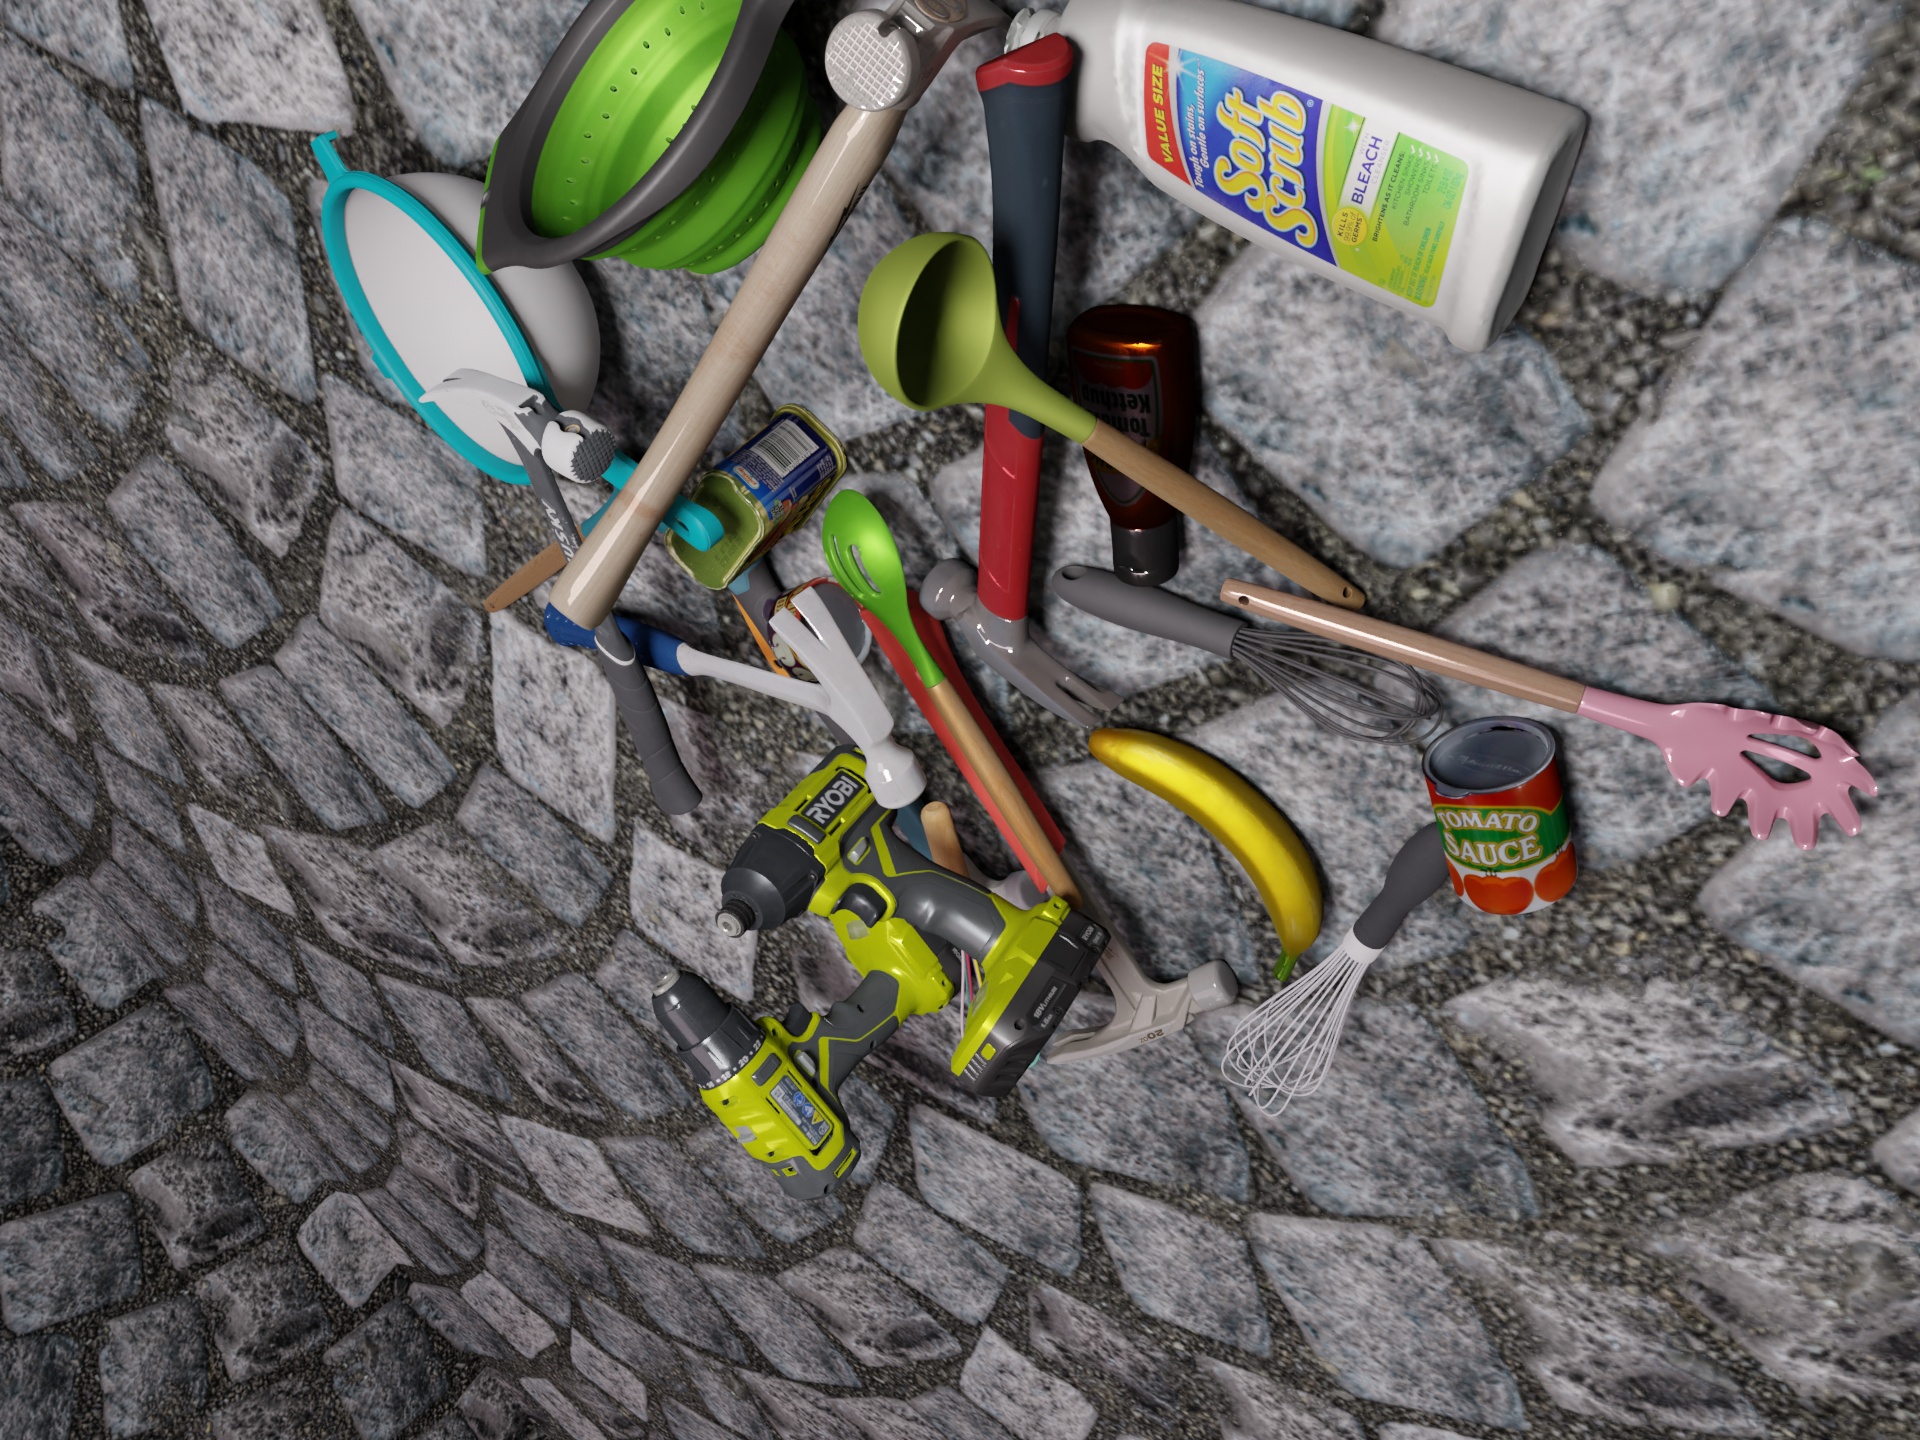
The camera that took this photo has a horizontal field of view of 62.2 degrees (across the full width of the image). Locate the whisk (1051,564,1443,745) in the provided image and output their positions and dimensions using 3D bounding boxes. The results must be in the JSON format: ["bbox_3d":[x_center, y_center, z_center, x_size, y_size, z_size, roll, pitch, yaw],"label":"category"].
[{"bbox_3d":[0.151,-0.042,0.878,0.239,0.055,0.055,23,137,29],"label":"whisk"}]

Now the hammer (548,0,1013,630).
[{"bbox_3d":[-0.110,-0.191,0.812,0.038,0.146,0.410,40,128,-2],"label":"hammer"}]

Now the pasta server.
[{"bbox_3d":[0.277,-0.016,0.783,0.316,0.040,0.060,20,120,18],"label":"pasta server"}]

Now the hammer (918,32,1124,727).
[{"bbox_3d":[0.039,-0.154,0.814,0.143,0.038,0.386,39,150,26],"label":"hammer"}]

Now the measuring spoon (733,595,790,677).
[{"bbox_3d":[-0.150,-0.075,1.123,0.021,0.011,0.116,-5,122,42],"label":"measuring spoon"}]

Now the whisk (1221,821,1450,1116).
[{"bbox_3d":[0.236,0.156,0.983,0.070,0.070,0.284,33,135,12],"label":"whisk"}]

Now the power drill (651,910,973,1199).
[{"bbox_3d":[-0.107,0.207,1.173,0.080,0.228,0.190,-22,110,48],"label":"power drill"}]

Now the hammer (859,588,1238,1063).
[{"bbox_3d":[0.035,0.071,1.063,0.149,0.037,0.359,-26,105,28],"label":"hammer"}]

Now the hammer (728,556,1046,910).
[{"bbox_3d":[-0.071,0.011,1.121,0.128,0.033,0.330,-16,114,45],"label":"hammer"}]

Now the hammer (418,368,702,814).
[{"bbox_3d":[-0.239,-0.064,1.054,0.149,0.036,0.408,30,151,27],"label":"hammer"}]

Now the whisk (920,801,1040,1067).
[{"bbox_3d":[0.011,0.164,1.133,0.051,0.047,0.244,7,125,35],"label":"whisk"}]

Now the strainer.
[{"bbox_3d":[-0.248,-0.224,0.984,0.340,0.095,0.210,37,150,17],"label":"strainer"}]

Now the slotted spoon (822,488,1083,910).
[{"bbox_3d":[-0.002,-0.003,0.995,0.070,0.031,0.313,-3,124,55],"label":"slotted spoon"}]

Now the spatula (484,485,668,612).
[{"bbox_3d":[-0.292,-0.127,1.169,0.082,0.044,0.317,50,141,-15],"label":"spatula"}]

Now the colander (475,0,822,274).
[{"bbox_3d":[-0.076,-0.327,0.767,0.397,0.205,0.094,-25,143,33],"label":"colander"}]

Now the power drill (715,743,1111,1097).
[{"bbox_3d":[-0.033,0.127,0.998,0.223,0.171,0.080,34,131,7],"label":"power drill"}]

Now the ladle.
[{"bbox_3d":[0.087,-0.125,0.757,0.320,0.078,0.062,27,178,-26],"label":"ladle"}]

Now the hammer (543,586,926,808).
[{"bbox_3d":[-0.180,-0.045,1.079,0.406,0.035,0.144,16,141,48],"label":"hammer"}]
